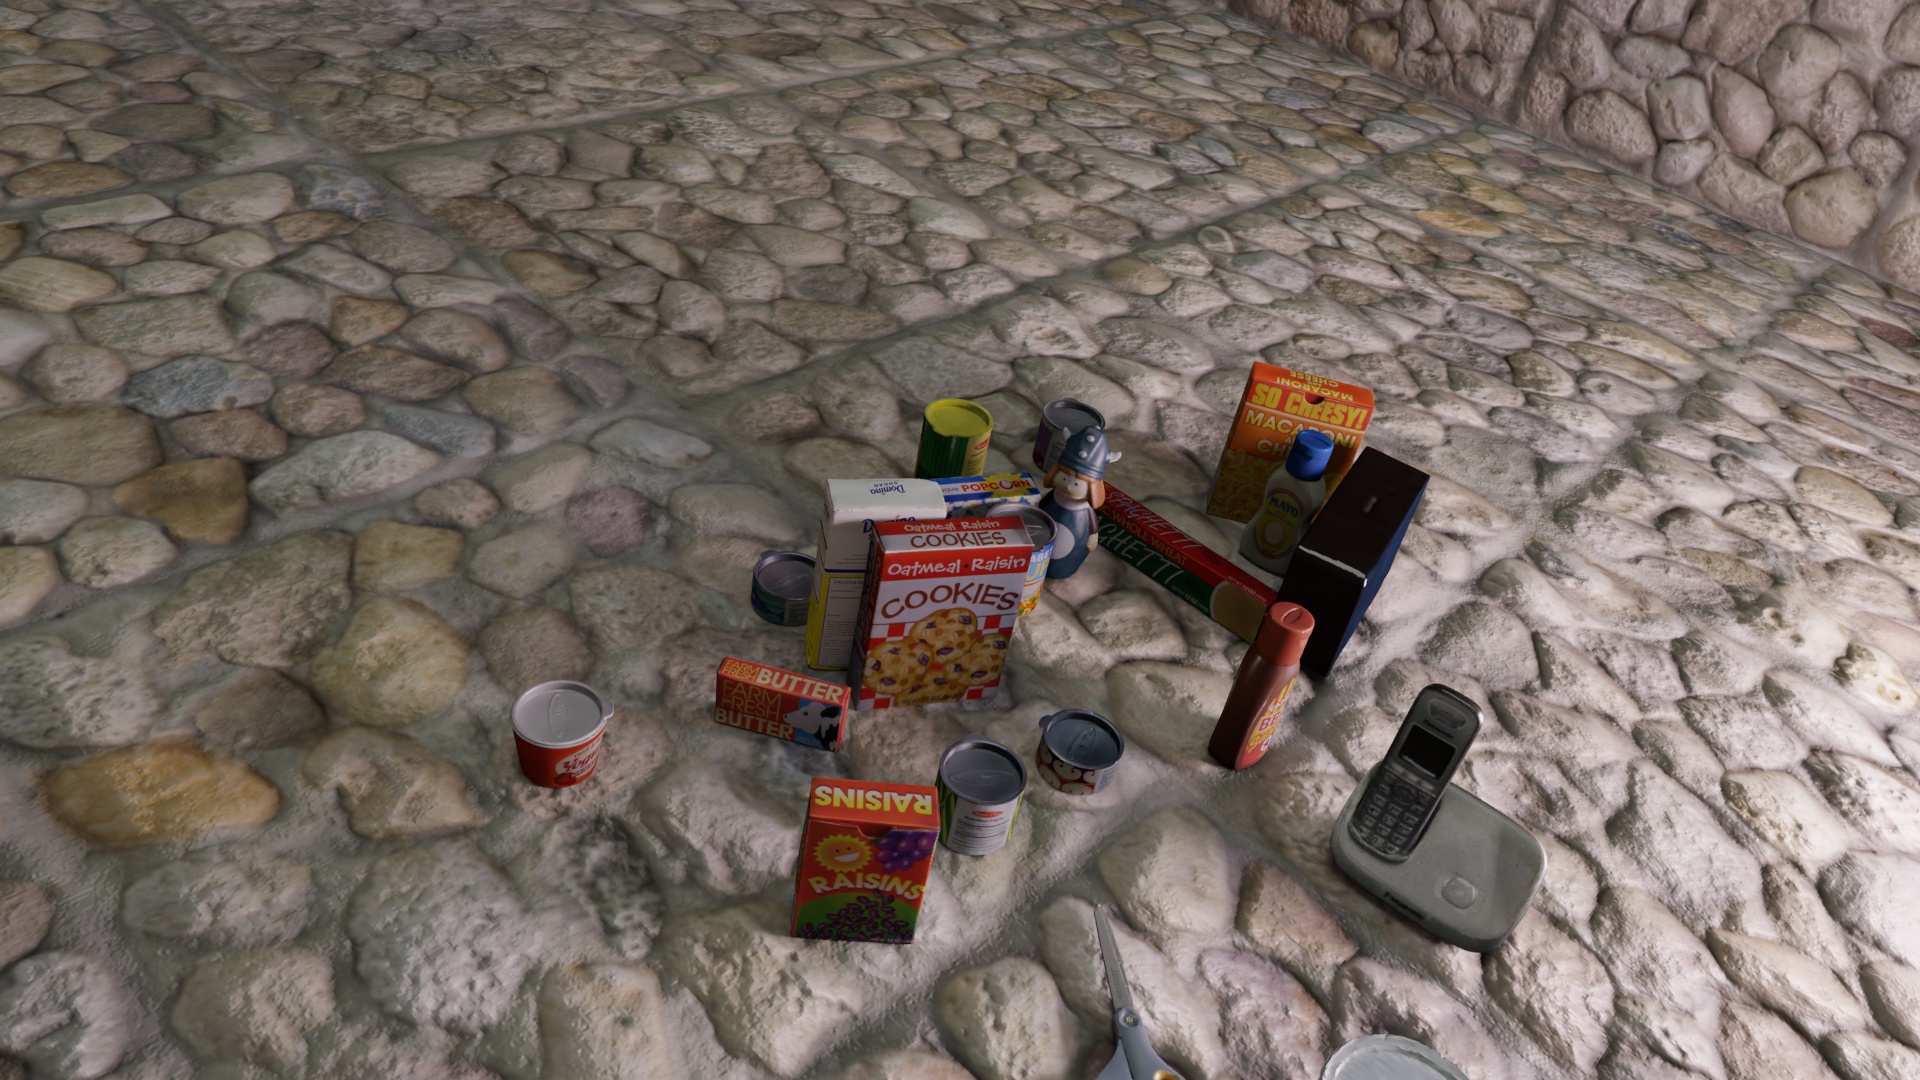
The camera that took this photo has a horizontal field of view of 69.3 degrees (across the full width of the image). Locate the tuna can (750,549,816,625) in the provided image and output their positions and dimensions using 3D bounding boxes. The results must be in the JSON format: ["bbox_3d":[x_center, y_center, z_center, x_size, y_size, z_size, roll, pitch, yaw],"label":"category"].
[{"bbox_3d":[-0.151,0.040,1.210,0.071,0.032,0.071,8,36,-6],"label":"tuna can"}]

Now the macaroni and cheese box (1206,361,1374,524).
[{"bbox_3d":[0.332,-0.088,1.408,0.124,0.165,0.040,14,36,3],"label":"macaroni and cheese box"}]

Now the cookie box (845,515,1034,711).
[{"bbox_3d":[-0.019,0.058,1.112,0.123,0.166,0.040,-3,39,-20],"label":"cookie box"}]

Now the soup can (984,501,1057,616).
[{"bbox_3d":[0.047,0.019,1.253,0.071,0.083,0.072,8,36,-6],"label":"soup can"}]

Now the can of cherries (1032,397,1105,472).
[{"bbox_3d":[0.114,-0.108,1.463,0.071,0.058,0.072,8,36,-6],"label":"can of cherries"}]

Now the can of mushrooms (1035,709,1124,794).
[{"bbox_3d":[0.093,0.168,1.110,0.071,0.033,0.071,8,36,-6],"label":"can of mushrooms"}]

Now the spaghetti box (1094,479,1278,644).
[{"bbox_3d":[0.194,0.011,1.335,0.250,0.049,0.029,35,42,28],"label":"spaghetti box"}]

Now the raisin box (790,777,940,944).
[{"bbox_3d":[-0.065,0.215,0.926,0.086,0.122,0.040,7,36,-7],"label":"raisin box"}]

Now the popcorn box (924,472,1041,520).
[{"bbox_3d":[0.005,-0.016,1.287,0.127,0.084,0.038,-5,40,-22],"label":"popcorn box"}]

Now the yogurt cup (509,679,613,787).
[{"bbox_3d":[-0.293,0.143,1.015,0.072,0.053,0.073,8,36,-6],"label":"yogurt cup"}]

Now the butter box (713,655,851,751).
[{"bbox_3d":[-0.140,0.127,1.081,0.103,0.052,0.024,14,36,3],"label":"butter box"}]

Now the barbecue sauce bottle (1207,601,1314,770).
[{"bbox_3d":[0.246,0.116,1.126,0.044,0.147,0.065,34,41,27],"label":"barbecue sauce bottle"}]

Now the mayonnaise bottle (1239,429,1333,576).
[{"bbox_3d":[0.322,-0.038,1.354,0.065,0.147,0.041,31,40,24],"label":"mayonnaise bottle"}]

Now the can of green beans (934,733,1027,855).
[{"bbox_3d":[0.012,0.191,1.035,0.071,0.057,0.071,8,36,-6],"label":"can of green beans"}]

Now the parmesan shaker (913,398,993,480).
[{"bbox_3d":[-0.012,-0.076,1.347,0.071,0.102,0.072,8,36,-6],"label":"parmesan shaker"}]
